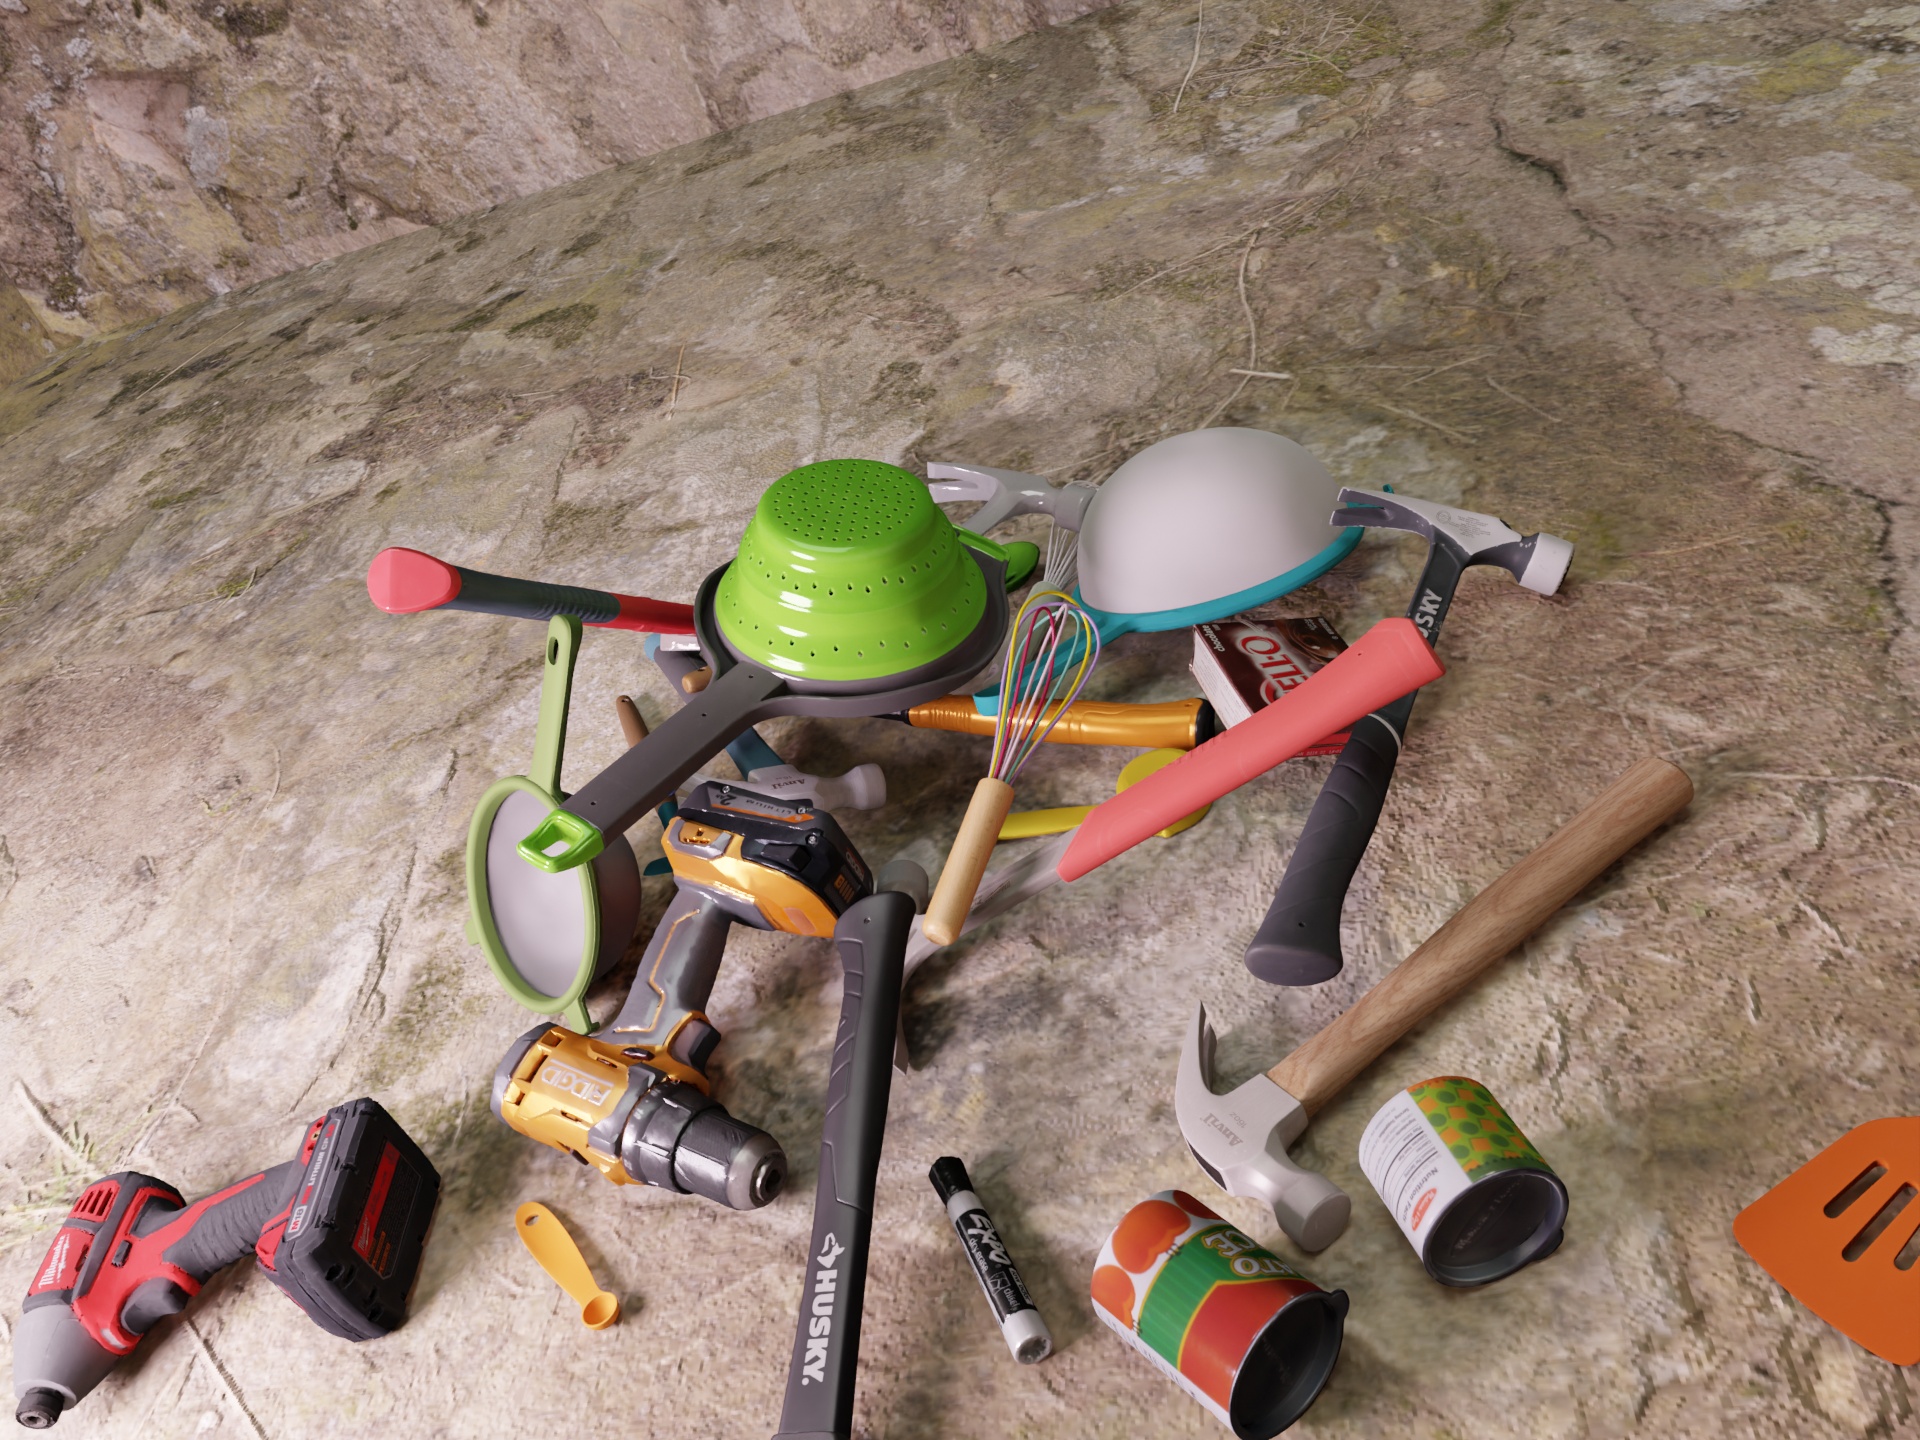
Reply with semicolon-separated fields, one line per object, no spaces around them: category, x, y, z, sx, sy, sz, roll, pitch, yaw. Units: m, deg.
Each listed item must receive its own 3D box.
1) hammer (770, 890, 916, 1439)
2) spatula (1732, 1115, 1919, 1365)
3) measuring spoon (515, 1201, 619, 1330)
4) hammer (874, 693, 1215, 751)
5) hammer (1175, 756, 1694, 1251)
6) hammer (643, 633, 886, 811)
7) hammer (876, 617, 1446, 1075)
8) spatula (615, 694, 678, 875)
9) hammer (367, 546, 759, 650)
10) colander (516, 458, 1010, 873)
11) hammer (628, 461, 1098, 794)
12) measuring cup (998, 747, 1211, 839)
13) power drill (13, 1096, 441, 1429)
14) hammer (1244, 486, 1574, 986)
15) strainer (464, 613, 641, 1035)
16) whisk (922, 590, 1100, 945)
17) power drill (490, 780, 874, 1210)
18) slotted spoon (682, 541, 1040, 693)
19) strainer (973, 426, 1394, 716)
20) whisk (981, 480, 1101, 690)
hammer;-0.049;0.222;0.761;0.146;0.035;0.335;-11;45;17
spatula;0.460;0.139;0.649;0.322;0.041;0.081;-28;35;-16
measuring spoon;-0.206;0.284;0.831;0.021;0.011;0.117;-37;33;-22
hammer;-0.002;-0.003;1.045;0.337;0.034;0.127;4;22;22
hammer;0.242;0.117;0.790;0.331;0.031;0.130;-34;36;-18
hammer;-0.172;-0.002;1.164;0.128;0.033;0.331;-10;25;-22
hammer;0.094;0.057;0.857;0.359;0.036;0.149;-32;29;19
spatula;-0.212;0.042;1.135;0.082;0.044;0.318;-10;29;-19
hammer;-0.246;-0.073;1.050;0.143;0.038;0.386;2;-1;26
colander;-0.117;-0.056;0.958;0.205;0.094;0.397;24;47;26
hammer;-0.071;-0.075;1.086;0.144;0.035;0.405;20;44;33
measuring cup;0.075;0.049;0.976;0.156;0.029;0.062;-10;36;15
power drill;-0.409;0.298;0.868;0.219;0.078;0.143;-18;34;11
hammer;0.236;-0.007;0.896;0.149;0.036;0.409;22;47;14
strainer;-0.239;0.056;0.994;0.069;0.256;0.152;-7;24;-45
whisk;0.024;0.020;0.915;0.051;0.047;0.245;-2;50;34
power drill;-0.134;0.155;0.889;0.185;0.084;0.226;12;58;33
slotted spoon;-0.065;-0.074;1.158;0.313;0.031;0.070;-23;26;-33
strainer;0.120;-0.118;1.066;0.340;0.095;0.211;-33;24;-33
whisk;0.068;-0.098;1.175;0.057;0.059;0.246;-42;16;50
